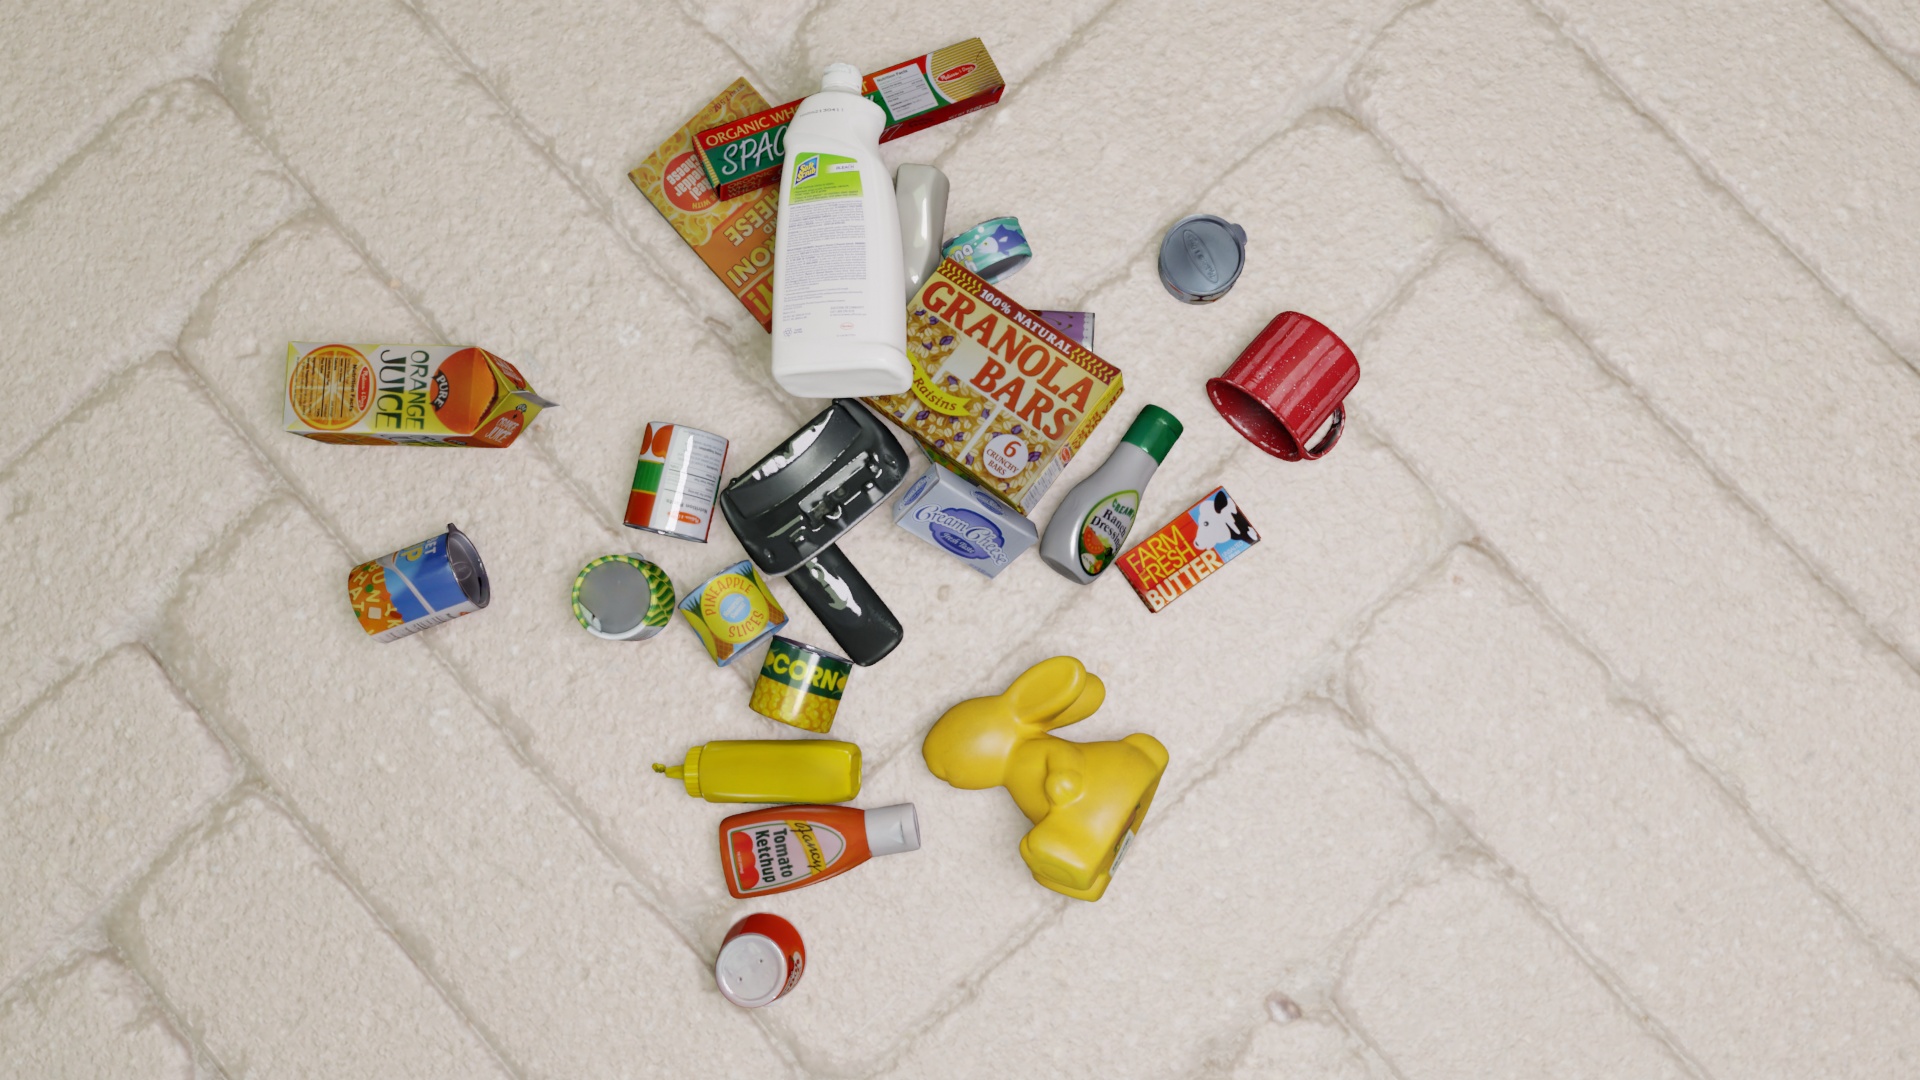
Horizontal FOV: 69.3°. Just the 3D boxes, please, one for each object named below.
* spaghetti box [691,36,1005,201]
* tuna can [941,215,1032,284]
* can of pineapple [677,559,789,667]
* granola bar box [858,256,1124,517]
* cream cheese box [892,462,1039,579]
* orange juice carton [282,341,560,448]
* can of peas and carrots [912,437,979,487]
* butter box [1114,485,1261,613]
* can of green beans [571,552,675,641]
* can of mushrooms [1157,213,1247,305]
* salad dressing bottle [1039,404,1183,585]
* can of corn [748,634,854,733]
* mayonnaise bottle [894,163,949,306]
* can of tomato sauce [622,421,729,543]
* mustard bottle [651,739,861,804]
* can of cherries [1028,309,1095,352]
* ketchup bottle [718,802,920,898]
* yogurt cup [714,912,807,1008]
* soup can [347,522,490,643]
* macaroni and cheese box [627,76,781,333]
[{"bbox_3d":[-0.087,-0.332,1.092,0.251,0.028,0.050,-24,79,-14],"label":"spaghetti box"},{"bbox_3d":[0.019,-0.223,1.086,0.071,0.071,0.033,-24,85,0],"label":"tuna can"},{"bbox_3d":[-0.174,0.056,1.068,0.071,0.071,0.058,-35,85,-1],"label":"can of pineapple"},{"bbox_3d":[0.018,-0.115,1.021,0.166,0.039,0.124,36,84,18],"label":"granola bar box"},{"bbox_3d":[0.004,-0.013,1.054,0.103,0.024,0.053,31,120,-30],"label":"cream cheese box"},{"bbox_3d":[-0.421,-0.113,1.093,0.193,0.072,0.073,2,85,3],"label":"orange juice carton"},{"bbox_3d":[0.007,-0.078,1.074,0.071,0.071,0.059,-37,84,-1],"label":"can of peas and carrots"},{"bbox_3d":[0.176,0.008,1.080,0.103,0.024,0.053,-35,85,-1],"label":"butter box"},{"bbox_3d":[-0.261,0.045,1.078,0.071,0.058,0.071,0,85,2],"label":"can of green beans"},{"bbox_3d":[0.192,-0.222,1.097,0.071,0.033,0.071,0,84,3],"label":"can of mushrooms"},{"bbox_3d":[0.118,-0.037,1.073,0.044,0.064,0.148,23,76,47],"label":"salad dressing bottle"},{"bbox_3d":[-0.122,0.110,1.060,0.071,0.071,0.058,19,87,4],"label":"can of corn"},{"bbox_3d":[-0.039,-0.217,1.094,0.041,0.065,0.148,8,89,10],"label":"mayonnaise bottle"},{"bbox_3d":[-0.222,-0.045,1.083,0.071,0.071,0.083,12,85,4],"label":"can of tomato sauce"},{"bbox_3d":[-0.157,0.177,1.061,0.160,0.065,0.049,-2,84,8],"label":"mustard bottle"},{"bbox_3d":[0.074,-0.147,1.081,0.058,0.071,0.071,3,85,4],"label":"can of cherries"},{"bbox_3d":[-0.106,0.230,1.062,0.149,0.043,0.064,-10,89,1],"label":"ketchup bottle"},{"bbox_3d":[-0.153,0.320,1.050,0.072,0.054,0.072,0,84,3],"label":"yogurt cup"},{"bbox_3d":[-0.422,0.033,1.082,0.084,0.071,0.071,-20,84,1],"label":"soup can"},{"bbox_3d":[-0.163,-0.268,1.113,0.124,0.040,0.166,-42,84,-2],"label":"macaroni and cheese box"}]
